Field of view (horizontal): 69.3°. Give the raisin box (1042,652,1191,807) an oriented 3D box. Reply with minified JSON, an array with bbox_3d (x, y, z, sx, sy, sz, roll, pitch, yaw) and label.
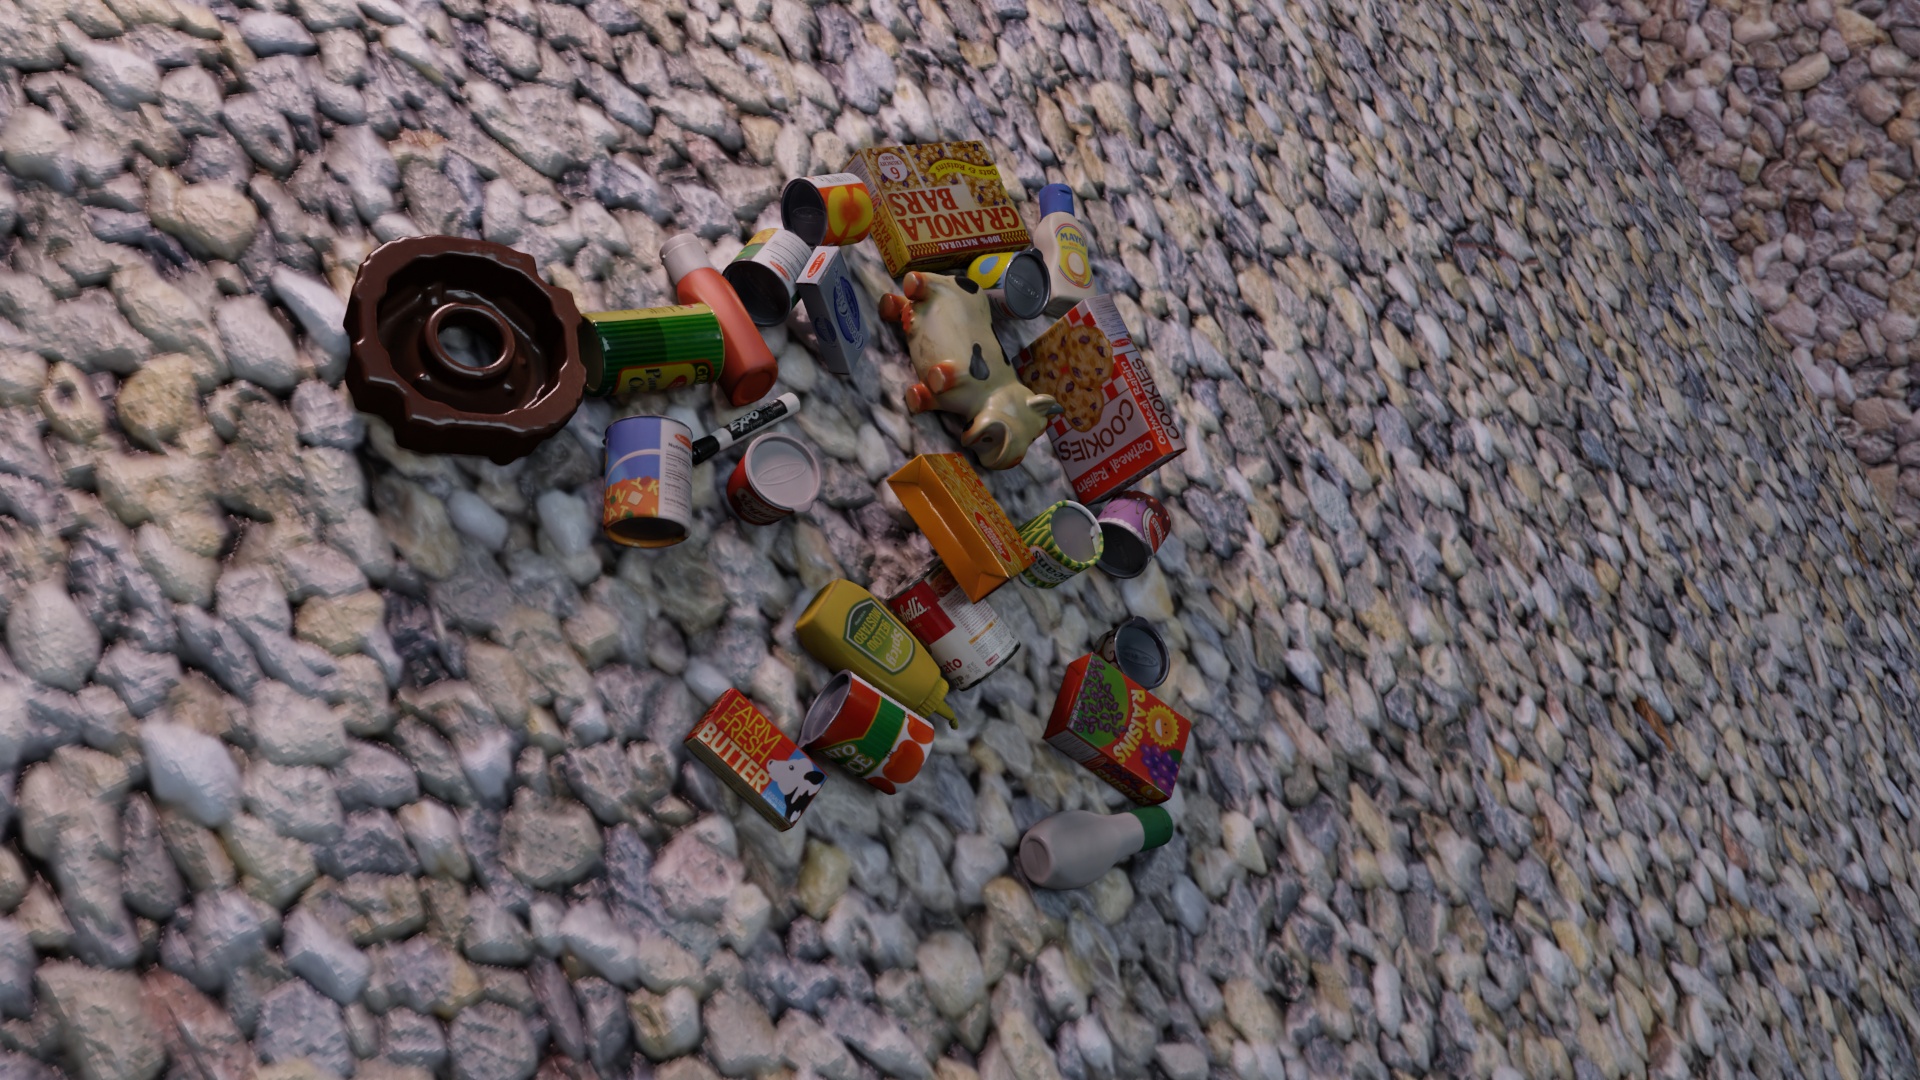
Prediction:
[{"bbox_3d":[0.142,0.171,1.245,0.123,0.040,0.086,35,51,-16],"label":"raisin box"}]

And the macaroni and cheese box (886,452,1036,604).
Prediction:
[{"bbox_3d":[0.004,-0.015,1.176,0.124,0.040,0.166,55,11,3],"label":"macaroni and cheese box"}]

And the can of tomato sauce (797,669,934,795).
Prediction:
[{"bbox_3d":[-0.073,0.152,1.080,0.083,0.071,0.071,35,52,-18],"label":"can of tomato sauce"}]

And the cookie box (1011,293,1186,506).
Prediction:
[{"bbox_3d":[0.132,-0.132,1.333,0.040,0.122,0.167,-19,80,-40],"label":"cookie box"}]

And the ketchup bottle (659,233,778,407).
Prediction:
[{"bbox_3d":[-0.204,-0.187,1.158,0.044,0.064,0.149,-21,73,-30],"label":"ketchup bottle"}]

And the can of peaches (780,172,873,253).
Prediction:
[{"bbox_3d":[-0.122,-0.298,1.271,0.058,0.071,0.071,-21,82,-41],"label":"can of peaches"}]

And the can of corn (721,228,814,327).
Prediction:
[{"bbox_3d":[-0.167,-0.227,1.201,0.071,0.071,0.058,41,45,-13],"label":"can of corn"}]

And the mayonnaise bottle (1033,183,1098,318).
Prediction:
[{"bbox_3d":[0.107,-0.304,1.454,0.065,0.041,0.148,10,63,-31],"label":"mayonnaise bottle"}]

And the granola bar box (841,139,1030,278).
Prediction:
[{"bbox_3d":[-0.021,-0.331,1.376,0.166,0.039,0.124,-18,80,-40],"label":"granola bar box"}]

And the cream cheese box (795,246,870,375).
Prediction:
[{"bbox_3d":[-0.110,-0.201,1.217,0.103,0.024,0.054,72,31,-45],"label":"cream cheese box"}]

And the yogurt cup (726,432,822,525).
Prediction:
[{"bbox_3d":[-0.154,-0.047,1.127,0.072,0.053,0.072,16,59,-29],"label":"yogurt cup"}]

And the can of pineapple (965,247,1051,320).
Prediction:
[{"bbox_3d":[0.047,-0.250,1.357,0.071,0.058,0.071,-7,100,-44],"label":"can of pineapple"}]

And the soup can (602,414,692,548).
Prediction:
[{"bbox_3d":[-0.240,-0.044,1.058,0.071,0.071,0.084,11,63,-32],"label":"soup can"}]

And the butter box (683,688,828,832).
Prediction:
[{"bbox_3d":[-0.153,0.165,1.042,0.103,0.024,0.053,45,50,-9],"label":"butter box"}]

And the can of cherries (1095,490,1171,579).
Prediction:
[{"bbox_3d":[0.162,-0.006,1.327,0.071,0.071,0.059,48,48,-7],"label":"can of cherries"}]

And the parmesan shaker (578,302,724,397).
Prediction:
[{"bbox_3d":[-0.250,-0.151,1.103,0.103,0.071,0.071,-13,76,-36],"label":"parmesan shaker"}]

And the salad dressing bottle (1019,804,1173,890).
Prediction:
[{"bbox_3d":[0.119,0.256,1.183,0.148,0.043,0.064,-4,69,-39],"label":"salad dressing bottle"}]

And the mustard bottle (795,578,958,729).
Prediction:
[{"bbox_3d":[-0.057,0.100,1.128,0.160,0.048,0.066,41,52,-13],"label":"mustard bottle"}]

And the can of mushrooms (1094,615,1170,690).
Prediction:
[{"bbox_3d":[0.160,0.108,1.293,0.071,0.033,0.071,16,60,-29],"label":"can of mushrooms"}]

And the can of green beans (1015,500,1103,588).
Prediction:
[{"bbox_3d":[0.089,0.004,1.277,0.071,0.057,0.071,16,59,-29],"label":"can of green beans"}]
